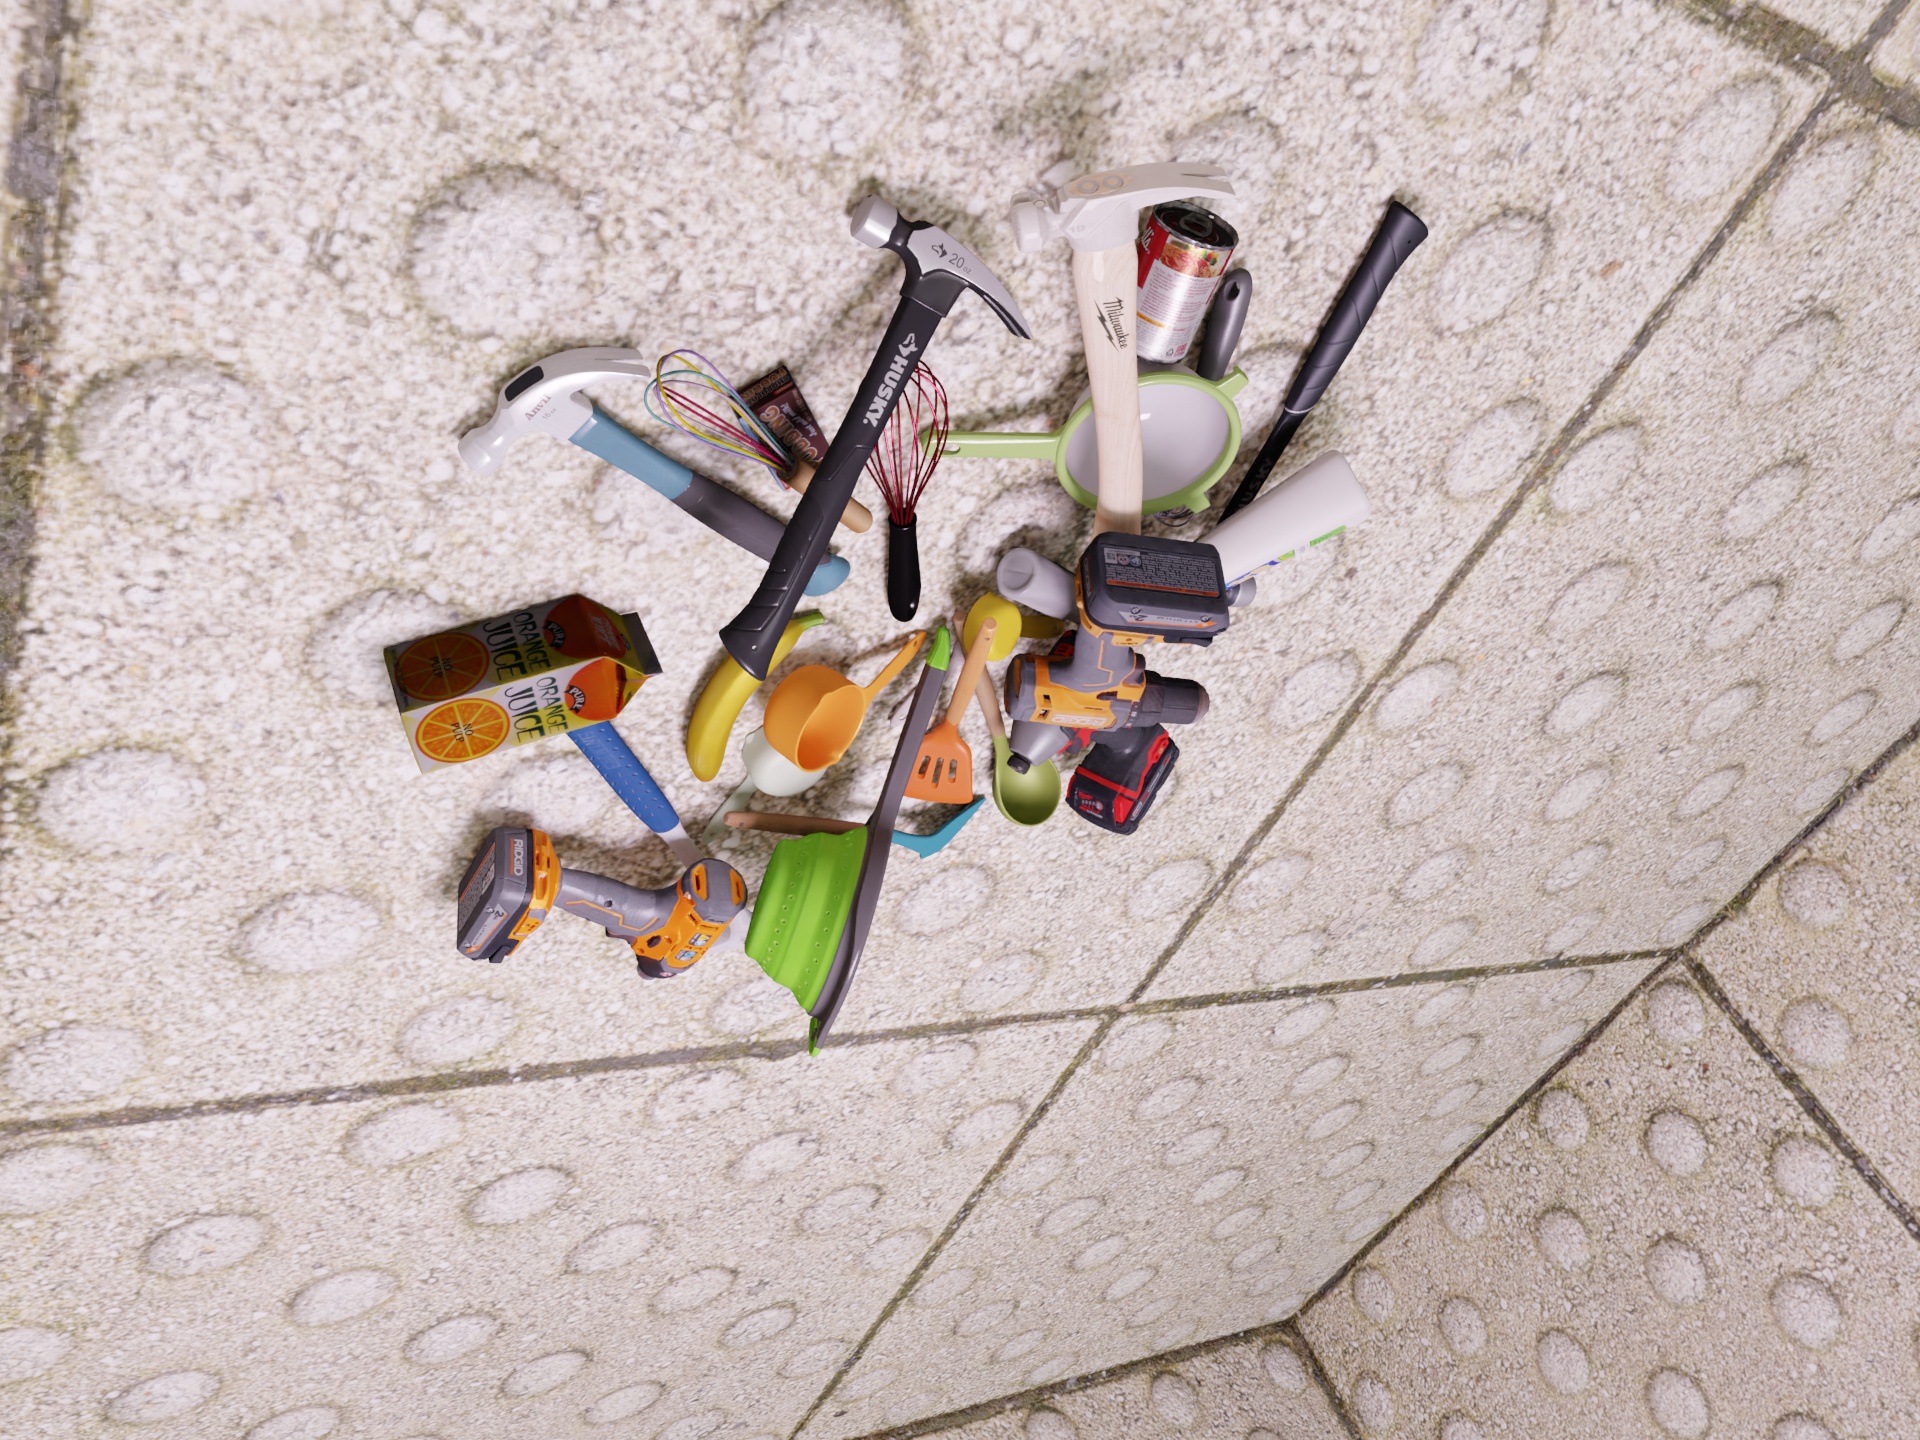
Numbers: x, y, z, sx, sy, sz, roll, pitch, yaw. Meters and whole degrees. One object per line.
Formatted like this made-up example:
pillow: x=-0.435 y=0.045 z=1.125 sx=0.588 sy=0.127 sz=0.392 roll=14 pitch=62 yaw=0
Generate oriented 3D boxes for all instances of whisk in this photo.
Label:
whisk: x=0.201 y=-0.263 z=1.319 sx=0.055 sy=0.055 sz=0.238 roll=-10 pitch=135 yaw=-25
whisk: x=-0.045 y=-0.172 z=1.248 sx=0.073 sy=0.073 sz=0.295 roll=-19 pitch=148 yaw=-14
whisk: x=-0.137 y=-0.187 z=1.131 sx=0.051 sy=0.047 sz=0.244 roll=-44 pitch=145 yaw=11

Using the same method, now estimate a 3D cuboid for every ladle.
ladle: x=0.041 y=0.000 z=1.492 sx=0.078 sy=0.062 sz=0.319 roll=-55 pitch=152 yaw=-22

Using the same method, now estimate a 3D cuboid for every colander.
colander: x=-0.109 y=0.094 z=1.419 sx=0.094 sy=0.204 sz=0.397 roll=18 pitch=96 yaw=-8

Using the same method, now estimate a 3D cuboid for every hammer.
hammer: x=0.127 y=-0.233 z=1.200 sx=0.146 sy=0.038 sz=0.410 roll=-11 pitch=144 yaw=0
hammer: x=-0.265 y=0.102 z=1.427 sx=0.144 sy=0.035 sz=0.405 roll=-18 pitch=141 yaw=6
hammer: x=0.282 y=-0.261 z=1.384 sx=0.149 sy=0.036 sz=0.408 roll=0 pitch=134 yaw=-32
hammer: x=-0.076 y=-0.180 z=1.113 sx=0.146 sy=0.035 sz=0.335 roll=24 pitch=98 yaw=-26
hammer: x=-0.199 y=-0.168 z=1.173 sx=0.128 sy=0.033 sz=0.330 roll=-41 pitch=142 yaw=16

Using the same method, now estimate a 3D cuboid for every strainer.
strainer: x=0.094 y=-0.238 z=1.274 sx=0.256 sy=0.069 sz=0.151 roll=-1 pitch=143 yaw=-8

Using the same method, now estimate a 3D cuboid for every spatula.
spatula: x=-0.002 y=-0.005 z=1.433 sx=0.081 sy=0.041 sz=0.322 roll=8 pitch=155 yaw=-6
spatula: x=-0.099 y=0.101 z=1.535 sx=0.317 sy=0.044 sz=0.082 roll=10 pitch=130 yaw=-43

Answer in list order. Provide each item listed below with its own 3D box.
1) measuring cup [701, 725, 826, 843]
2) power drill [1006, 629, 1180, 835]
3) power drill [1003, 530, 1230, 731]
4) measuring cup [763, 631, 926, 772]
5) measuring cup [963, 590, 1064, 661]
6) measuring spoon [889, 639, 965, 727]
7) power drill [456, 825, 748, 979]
measuring cup: x=-0.183 y=0.067 z=1.450 sx=0.083 sy=0.038 sz=0.167 roll=18 pitch=122 yaw=-45
power drill: x=0.121 y=0.020 z=1.531 sx=0.143 sy=0.079 sz=0.219 roll=-58 pitch=144 yaw=-10
power drill: x=0.153 y=-0.060 z=1.345 sx=0.185 sy=0.084 sz=0.226 roll=5 pitch=150 yaw=-15
measuring cup: x=-0.102 y=-0.032 z=1.386 sx=0.174 sy=0.052 sz=0.095 roll=-46 pitch=153 yaw=-26
measuring cup: x=0.059 y=-0.081 z=1.417 sx=0.156 sy=0.029 sz=0.062 roll=-4 pitch=109 yaw=-54
measuring spoon: x=-0.019 y=-0.033 z=1.460 sx=0.124 sy=0.018 sz=0.034 roll=-44 pitch=141 yaw=15
power drill: x=-0.324 y=0.175 z=1.413 sx=0.226 sy=0.084 sz=0.164 roll=13 pitch=137 yaw=-30
